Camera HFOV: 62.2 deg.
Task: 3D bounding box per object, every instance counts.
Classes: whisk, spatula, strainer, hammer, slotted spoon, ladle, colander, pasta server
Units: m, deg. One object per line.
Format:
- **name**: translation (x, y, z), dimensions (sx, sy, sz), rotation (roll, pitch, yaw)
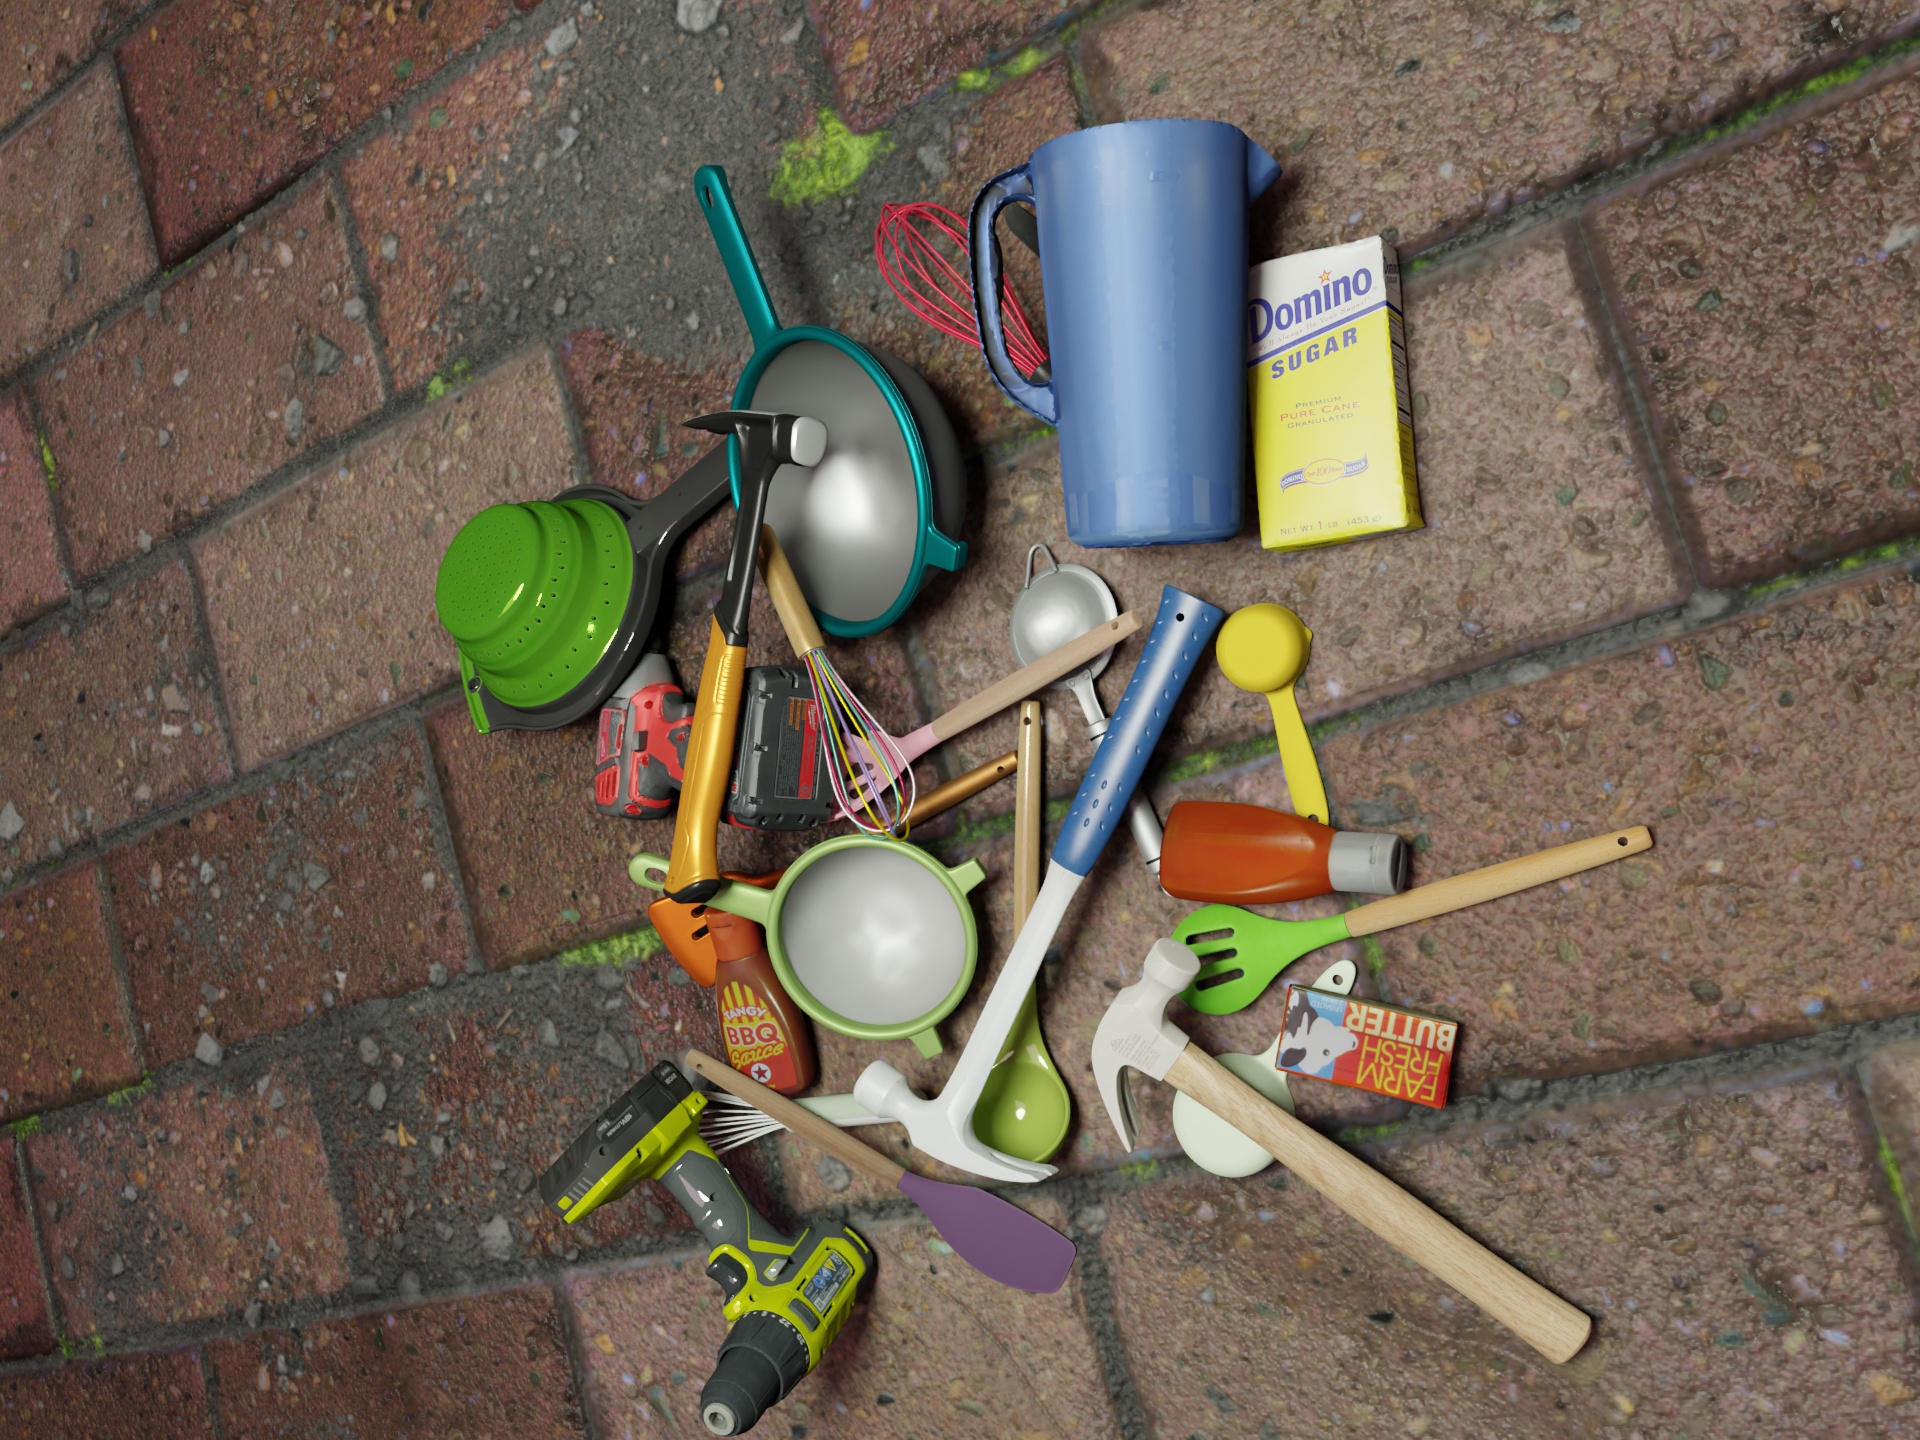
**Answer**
- **whisk**: translation (-0.092, -0.026, 1.089), dimensions (0.051, 0.047, 0.245), rotation (-41, 70, 50)
- **spatula**: translation (-0.065, 0.318, 1.141), dimensions (0.316, 0.018, 0.059), rotation (27, 106, 13)
- **spatula**: translation (-0.089, 0.099, 1.163), dimensions (0.322, 0.041, 0.081), rotation (-29, 101, 25)
- **whisk**: translation (0.042, -0.248, 1.069), dimensions (0.296, 0.073, 0.073), rotation (48, 113, 14)
- **strainer**: translation (0.091, -0.002, 1.061), dimensions (0.087, 0.050, 0.258), rotation (-29, 81, 33)
- **hammer**: translation (0.071, 0.107, 1.027), dimensions (0.144, 0.035, 0.405), rotation (28, 99, 24)
- **strainer**: translation (-0.107, 0.131, 1.133), dimensions (0.256, 0.069, 0.151), rotation (15, 105, 9)
- **strainer**: translation (-0.087, -0.229, 1.101), dimensions (0.211, 0.095, 0.340), rotation (-26, 85, 50)
- **hammer**: translation (0.224, 0.274, 0.959), dimensions (0.331, 0.031, 0.130), rotation (35, 117, 10)
- **slotted spoon**: translation (0.262, 0.116, 0.975), dimensions (0.314, 0.031, 0.070), rotation (-22, 71, 27)
- **whisk**: translation (-0.133, 0.299, 1.195), dimensions (0.246, 0.057, 0.059), rotation (-12, 56, 25)
- **hammer**: translation (-0.165, -0.043, 1.083), dimensions (0.127, 0.034, 0.337), rotation (14, 96, 45)
- **ladle**: translation (0.041, 0.147, 1.081), dimensions (0.078, 0.062, 0.320), rotation (2, 92, 20)
- **colander**: translation (-0.273, -0.147, 1.205), dimensions (0.397, 0.094, 0.205), rotation (-36, 56, 19)
- **pasta server**: translation (-0.002, -0.003, 1.082), dimensions (0.316, 0.040, 0.060), rotation (-29, 68, 39)

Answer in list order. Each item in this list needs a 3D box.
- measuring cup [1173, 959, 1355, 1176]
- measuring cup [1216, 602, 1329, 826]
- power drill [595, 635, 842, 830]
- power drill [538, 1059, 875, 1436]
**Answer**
- **measuring cup**: translation (0.196, 0.219, 1.008), dimensions (0.083, 0.038, 0.167), rotation (40, 111, 22)
- **measuring cup**: translation (0.202, 0.002, 1.002), dimensions (0.062, 0.029, 0.156), rotation (-18, 84, 29)
- **power drill**: translation (-0.191, 0.009, 1.181), dimensions (0.220, 0.078, 0.143), rotation (3, 88, 43)
- **power drill**: translation (-0.179, 0.367, 1.110), dimensions (0.228, 0.190, 0.080), rotation (45, 116, 4)
